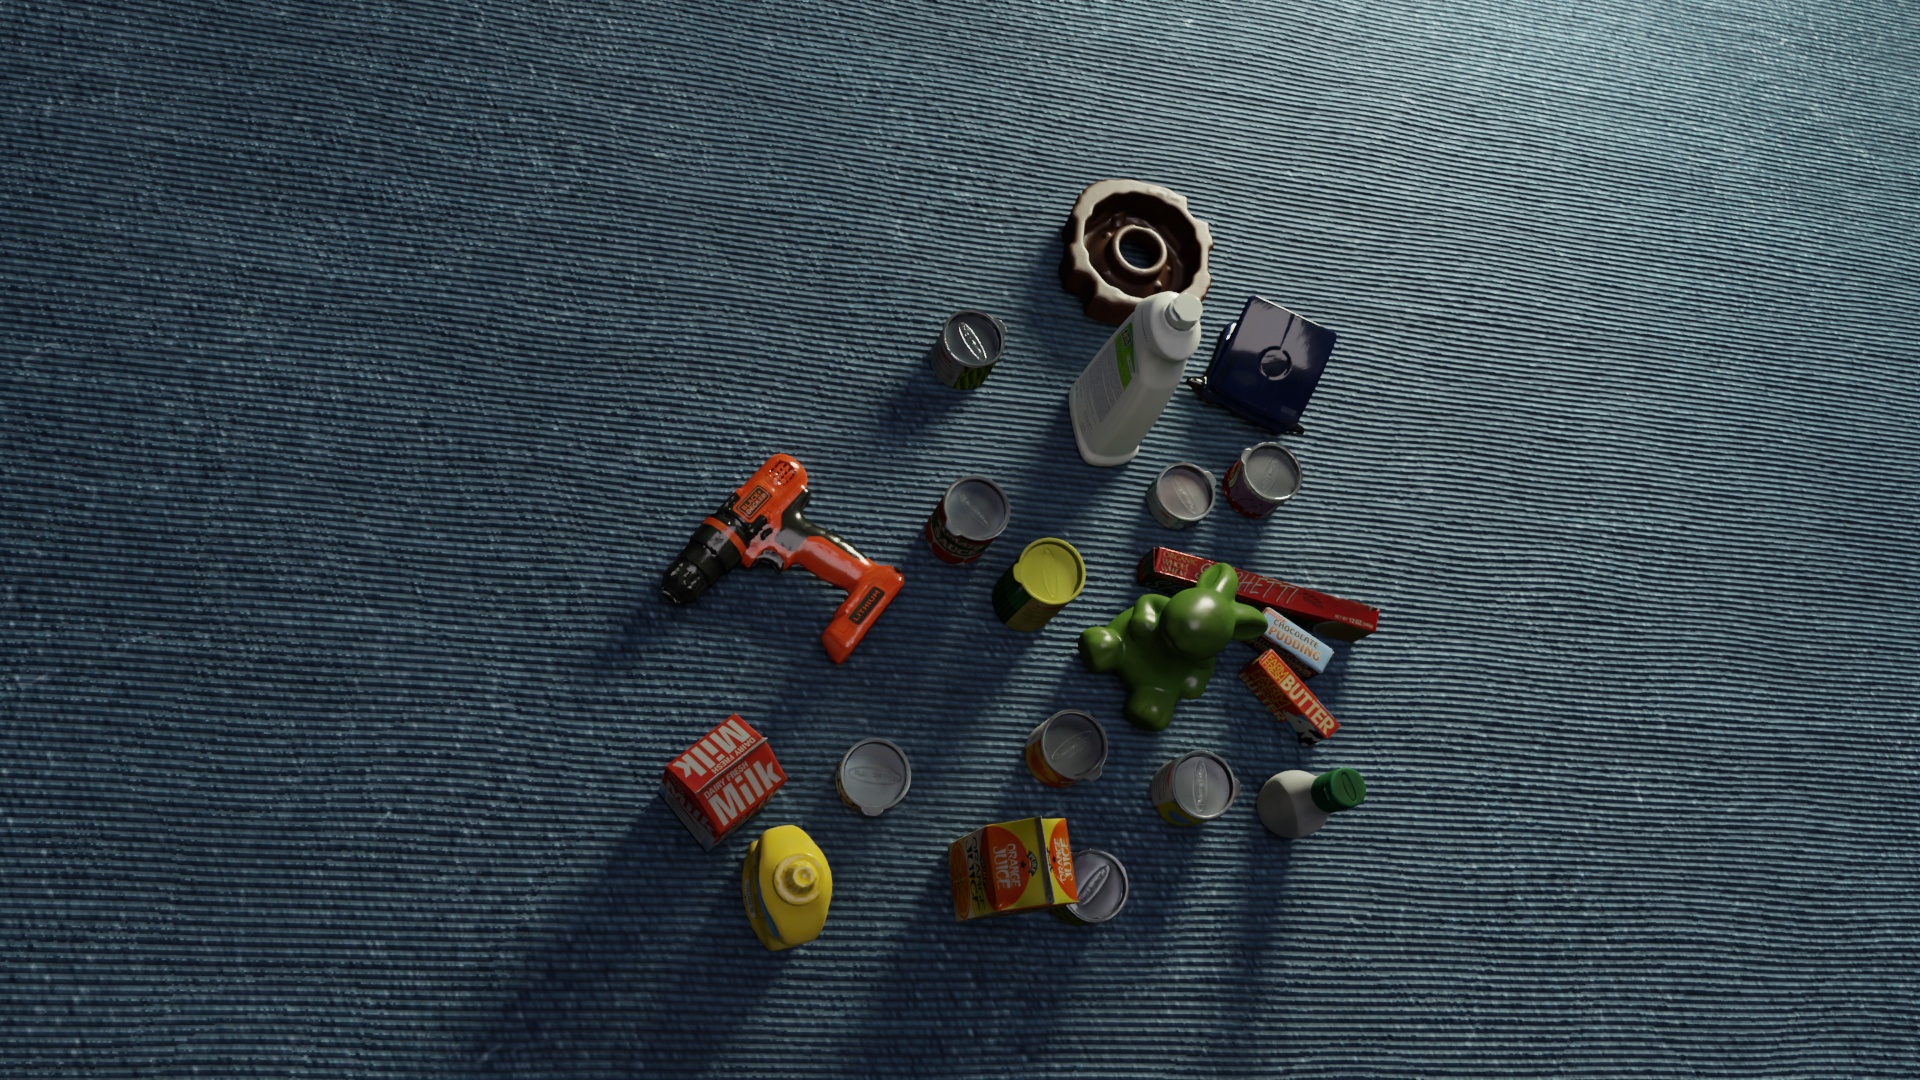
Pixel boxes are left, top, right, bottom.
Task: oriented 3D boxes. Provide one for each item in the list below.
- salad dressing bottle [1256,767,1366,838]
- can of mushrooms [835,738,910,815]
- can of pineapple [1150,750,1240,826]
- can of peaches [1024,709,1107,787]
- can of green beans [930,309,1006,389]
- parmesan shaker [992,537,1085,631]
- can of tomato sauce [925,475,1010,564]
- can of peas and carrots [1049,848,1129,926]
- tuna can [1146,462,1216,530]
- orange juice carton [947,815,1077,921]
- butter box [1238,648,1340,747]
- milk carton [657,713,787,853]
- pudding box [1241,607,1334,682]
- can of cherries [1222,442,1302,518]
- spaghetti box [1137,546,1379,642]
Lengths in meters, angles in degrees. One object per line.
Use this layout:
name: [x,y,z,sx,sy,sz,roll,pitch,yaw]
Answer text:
salad dressing bottle: [0.332,0.245,1.317,0.044,0.147,0.064,-14,76,-18]
can of mushrooms: [-0.082,0.220,1.281,0.071,0.033,0.071,5,70,-13]
can of pineapple: [0.225,0.241,1.340,0.071,0.057,0.071,5,70,-13]
can of peaches: [0.101,0.201,1.322,0.071,0.058,0.071,5,70,-13]
can of green beans: [0.007,-0.196,1.436,0.071,0.057,0.071,5,70,-13]
parmesan shaker: [0.071,0.044,1.344,0.071,0.102,0.071,5,71,-13]
can of tomato sauce: [0.005,-0.017,1.359,0.071,0.082,0.071,5,71,-13]
can of peas and carrots: [0.113,0.320,1.283,0.071,0.058,0.071,5,70,-13]
tuna can: [0.233,-0.047,1.456,0.071,0.032,0.071,5,70,-13]
orange juice carton: [0.048,0.286,1.205,0.073,0.192,0.072,-2,72,-15]
butter box: [0.329,0.160,1.398,0.024,0.053,0.103,-39,84,-23]
milk carton: [-0.201,0.204,1.170,0.072,0.190,0.073,-38,84,-22]
pudding box: [0.332,0.107,1.419,0.084,0.049,0.030,34,67,-1]
can of cherries: [0.317,-0.065,1.470,0.071,0.058,0.071,5,70,-13]
spaghetti box: [0.305,0.057,1.429,0.250,0.050,0.029,15,69,-9]
